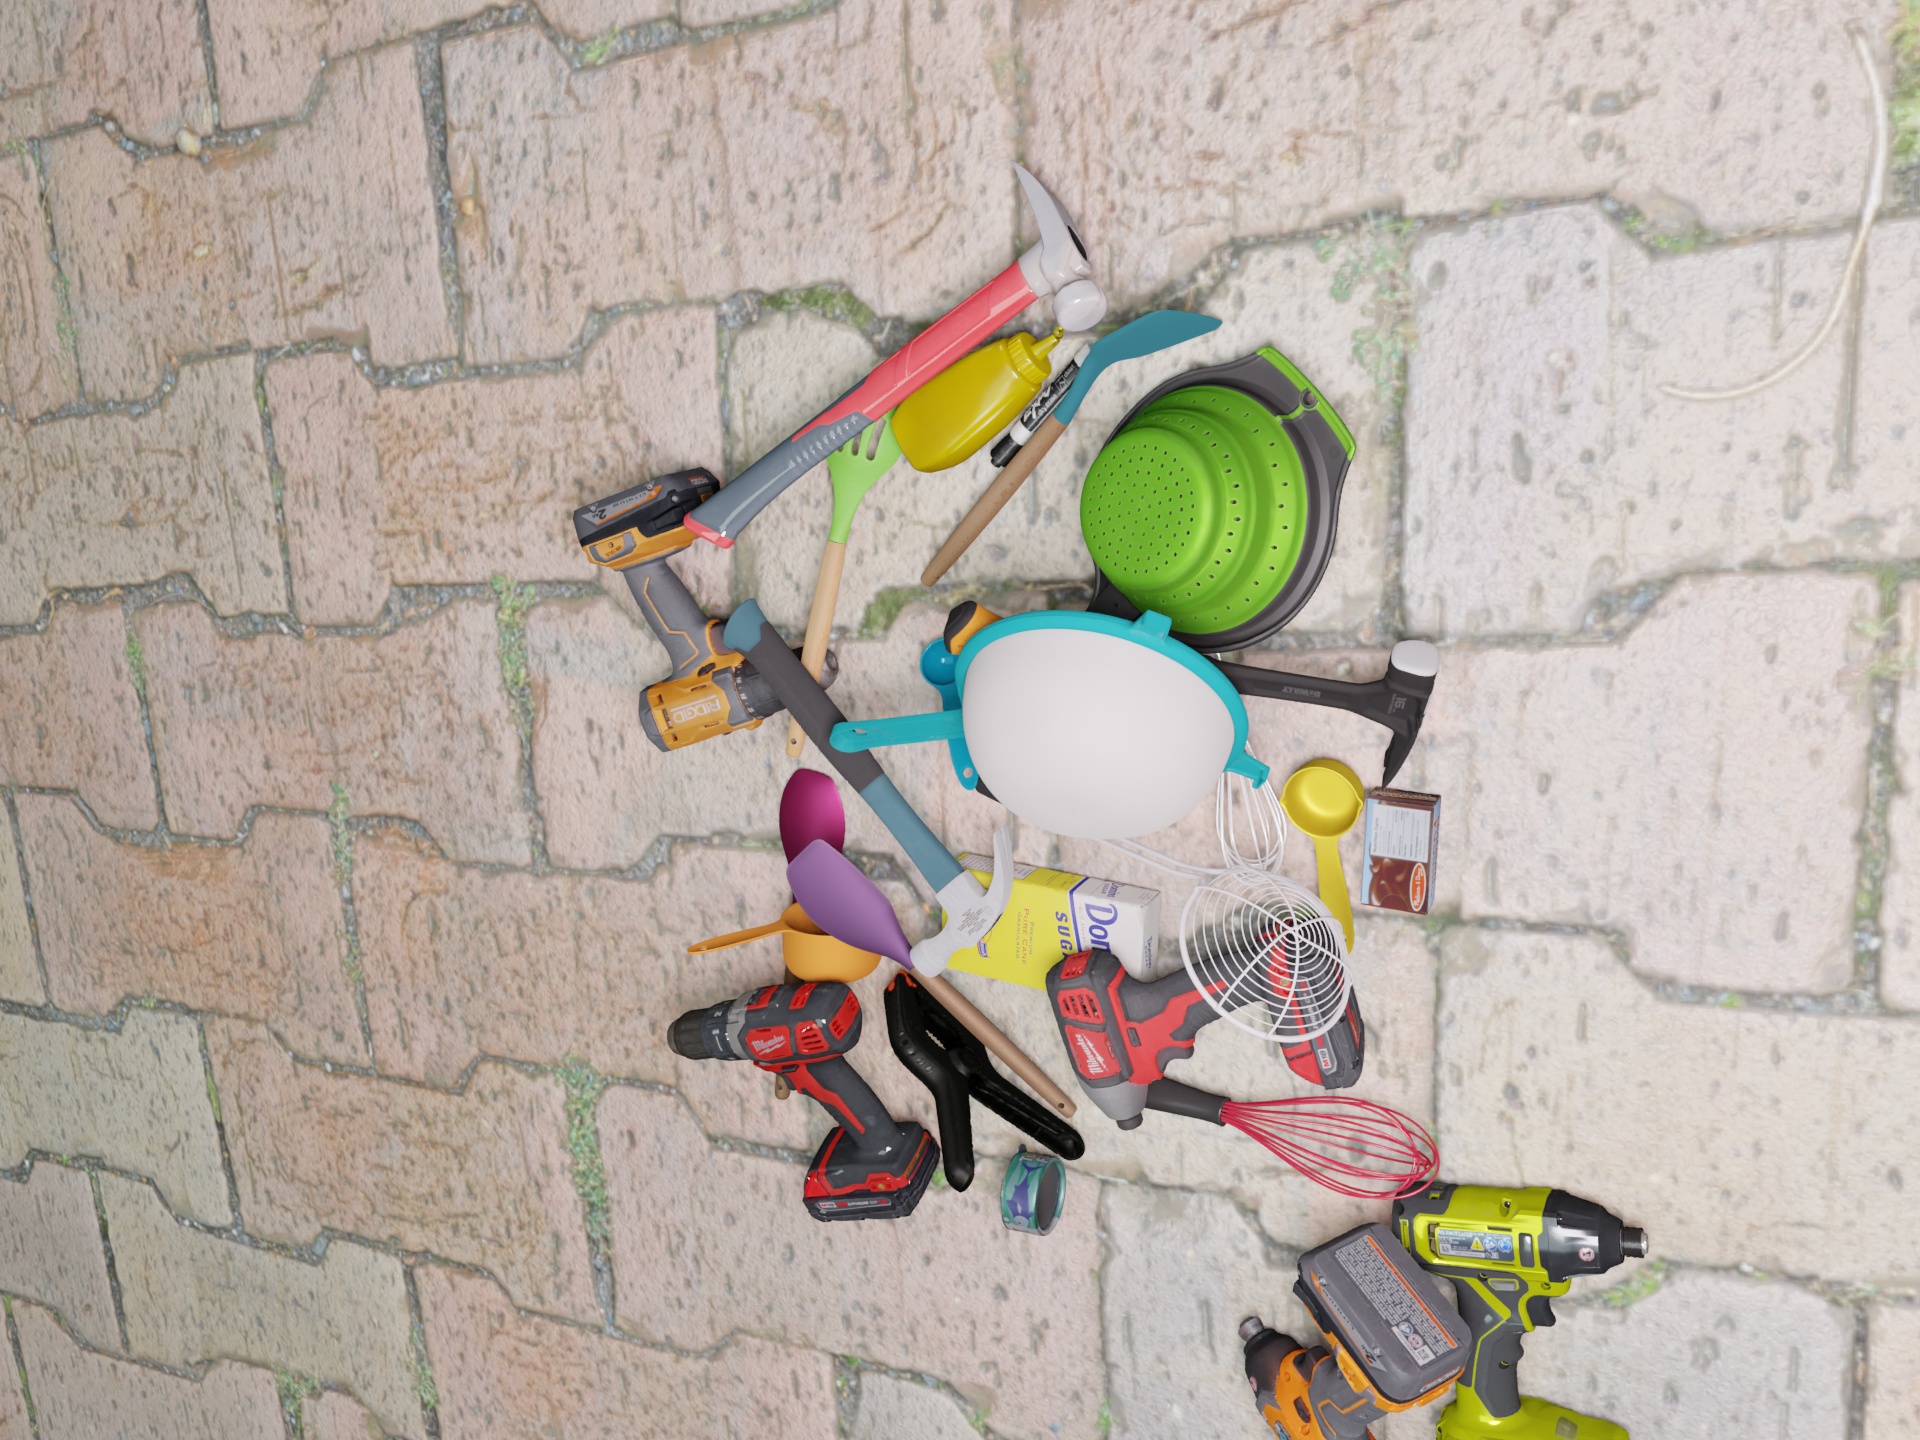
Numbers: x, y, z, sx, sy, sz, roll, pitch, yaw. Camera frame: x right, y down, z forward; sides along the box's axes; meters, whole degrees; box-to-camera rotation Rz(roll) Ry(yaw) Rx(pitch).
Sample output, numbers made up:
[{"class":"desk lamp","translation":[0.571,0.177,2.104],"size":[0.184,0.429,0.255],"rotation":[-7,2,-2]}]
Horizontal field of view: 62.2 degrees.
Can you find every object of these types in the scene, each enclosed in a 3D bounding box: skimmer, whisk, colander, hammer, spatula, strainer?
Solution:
[{"class":"skimmer","translation":[0.128,0.121,1.179],"size":[0.364,0.127,0.090],"rotation":[23,128,48]},{"class":"whisk","translation":[0.223,0.307,1.230],"size":[0.296,0.073,0.073],"rotation":[8,106,32]},{"class":"colander","translation":[0.108,-0.095,1.156],"size":[0.397,0.094,0.205],"rotation":[-50,63,33]},{"class":"hammer","translation":[0.153,-0.031,1.115],"size":[0.337,0.034,0.127],"rotation":[11,141,9]},{"class":"hammer","translation":[-0.070,-0.260,1.216],"size":[0.386,0.038,0.143],"rotation":[-32,63,25]},{"class":"whisk","translation":[0.199,0.002,1.178],"size":[0.058,0.059,0.246],"rotation":[-8,95,57]},{"class":"spatula","translation":[0.065,-0.201,1.198],"size":[0.317,0.082,0.044],"rotation":[-48,64,34]},{"class":"strainer","translation":[0.034,0.028,1.137],"size":[0.340,0.095,0.210],"rotation":[-6,142,33]},{"class":"spatula","translation":[-0.021,0.220,1.313],"size":[0.316,0.018,0.060],"rotation":[43,102,-5]},{"class":"hammer","translation":[-0.081,0.041,1.278],"size":[0.128,0.033,0.331],"rotation":[-41,84,19]}]

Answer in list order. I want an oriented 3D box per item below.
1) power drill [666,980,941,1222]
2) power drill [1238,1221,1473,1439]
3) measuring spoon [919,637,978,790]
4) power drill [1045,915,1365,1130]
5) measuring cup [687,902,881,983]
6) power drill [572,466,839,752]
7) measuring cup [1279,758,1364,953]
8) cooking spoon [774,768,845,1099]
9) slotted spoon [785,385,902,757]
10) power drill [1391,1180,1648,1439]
[{"class":"power drill","translation":[-0.137,0.325,1.373],"size":[0.188,0.080,0.226],"rotation":[-13,116,30]},{"class":"power drill","translation":[0.280,0.476,1.188],"size":[0.164,0.084,0.226],"rotation":[51,145,39]},{"class":"measuring spoon","translation":[-0.002,-0.004,1.279],"size":[0.042,0.021,0.129],"rotation":[-16,74,14]},{"class":"power drill","translation":[0.183,0.231,1.194],"size":[0.219,0.078,0.143],"rotation":[-14,102,20]},{"class":"measuring cup","translation":[-0.146,0.197,1.345],"size":[0.095,0.173,0.052],"rotation":[28,123,58]},{"class":"power drill","translation":[-0.215,-0.099,1.358],"size":[0.185,0.084,0.226],"rotation":[-16,98,23]},{"class":"measuring cup","translation":[0.276,0.100,1.176],"size":[0.062,0.029,0.156],"rotation":[-1,113,30]},{"class":"cooking spoon","translation":[-0.146,0.196,1.424],"size":[0.069,0.017,0.318],"rotation":[14,108,24]},{"class":"slotted spoon","translation":[-0.104,-0.120,1.293],"size":[0.070,0.031,0.313],"rotation":[15,101,11]},{"class":"power drill","translation":[0.413,0.450,1.152],"size":[0.171,0.080,0.223],"rotation":[-5,96,30]}]
